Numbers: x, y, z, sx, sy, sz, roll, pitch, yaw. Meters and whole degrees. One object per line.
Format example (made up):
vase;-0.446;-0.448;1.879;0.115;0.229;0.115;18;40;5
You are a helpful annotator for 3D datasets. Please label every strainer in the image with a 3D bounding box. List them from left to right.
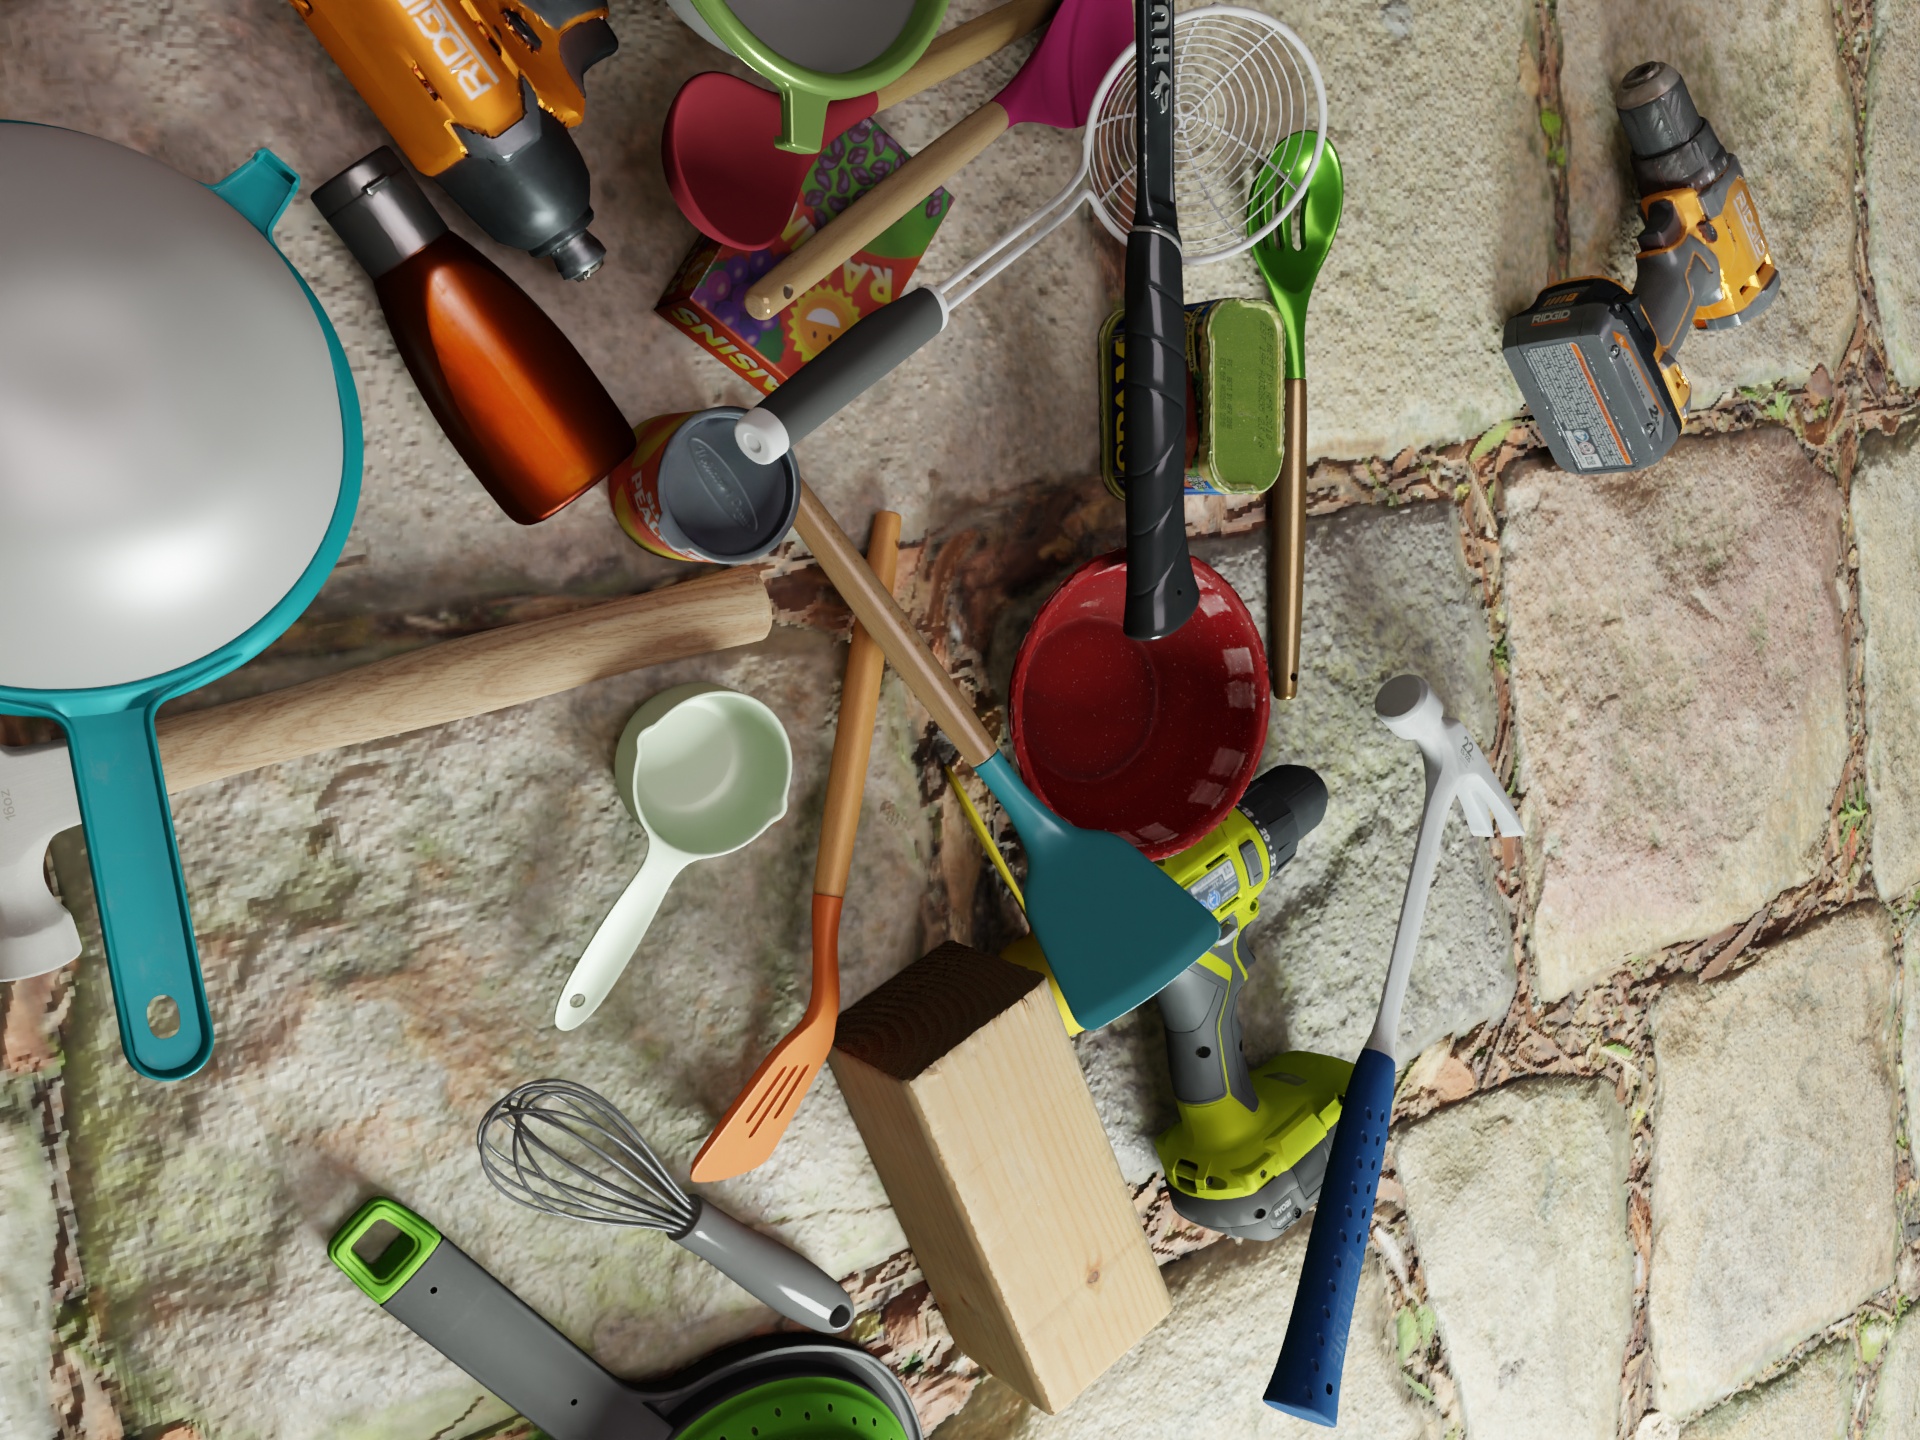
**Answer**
strainer;-0.285;-0.047;0.522;0.211;0.095;0.340;-11;89;-34
strainer;-0.045;-0.342;0.608;0.256;0.069;0.151;-54;131;-28

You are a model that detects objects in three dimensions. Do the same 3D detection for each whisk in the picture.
whisk;-0.127;0.232;0.731;0.238;0.055;0.055;45;72;-34

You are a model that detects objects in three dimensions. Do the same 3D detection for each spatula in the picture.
spatula;-0.067;0.057;0.751;0.081;0.041;0.323;28;69;-69
spatula;-0.001;-0.002;0.741;0.082;0.044;0.317;-36;100;2

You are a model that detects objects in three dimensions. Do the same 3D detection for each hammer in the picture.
hammer;-0.227;-0.013;0.642;0.331;0.031;0.130;-19;106;-31
hammer;0.085;-0.234;0.711;0.149;0.036;0.408;-21;117;-41
hammer;0.240;0.180;0.888;0.144;0.035;0.406;40;59;-35

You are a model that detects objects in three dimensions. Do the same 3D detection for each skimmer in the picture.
skimmer;0.045;-0.216;0.732;0.363;0.090;0.127;-45;136;-33

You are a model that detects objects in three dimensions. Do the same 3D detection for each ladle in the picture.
ladle;-0.026;-0.285;0.703;0.315;0.031;0.069;-44;123;-38

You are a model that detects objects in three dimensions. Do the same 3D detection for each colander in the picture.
colander;-0.125;0.350;0.715;0.204;0.094;0.396;-48;118;-19

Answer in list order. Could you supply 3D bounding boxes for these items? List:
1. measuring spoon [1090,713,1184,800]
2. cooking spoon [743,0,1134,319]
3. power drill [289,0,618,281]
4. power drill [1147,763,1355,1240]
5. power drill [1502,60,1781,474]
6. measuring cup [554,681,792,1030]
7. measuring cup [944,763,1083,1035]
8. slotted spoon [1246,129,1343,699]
measuring spoon;0.099;0.027;0.876;0.117;0.011;0.021;-44;102;-18
cooking spoon;0.002;-0.266;0.726;0.319;0.017;0.068;-50;143;-35
power drill;-0.138;-0.297;0.639;0.226;0.084;0.164;-44;119;-17
power drill;0.158;0.150;0.891;0.190;0.080;0.228;-29;109;-32
power drill;0.436;-0.291;1.018;0.226;0.084;0.185;-50;119;-23
measuring cup;-0.140;0.059;0.709;0.083;0.038;0.167;32;87;-36
measuring cup;0.018;0.096;0.814;0.029;0.062;0.156;-28;99;-7
slotted spoon;0.185;-0.167;0.898;0.070;0.031;0.313;-7;102;-32
